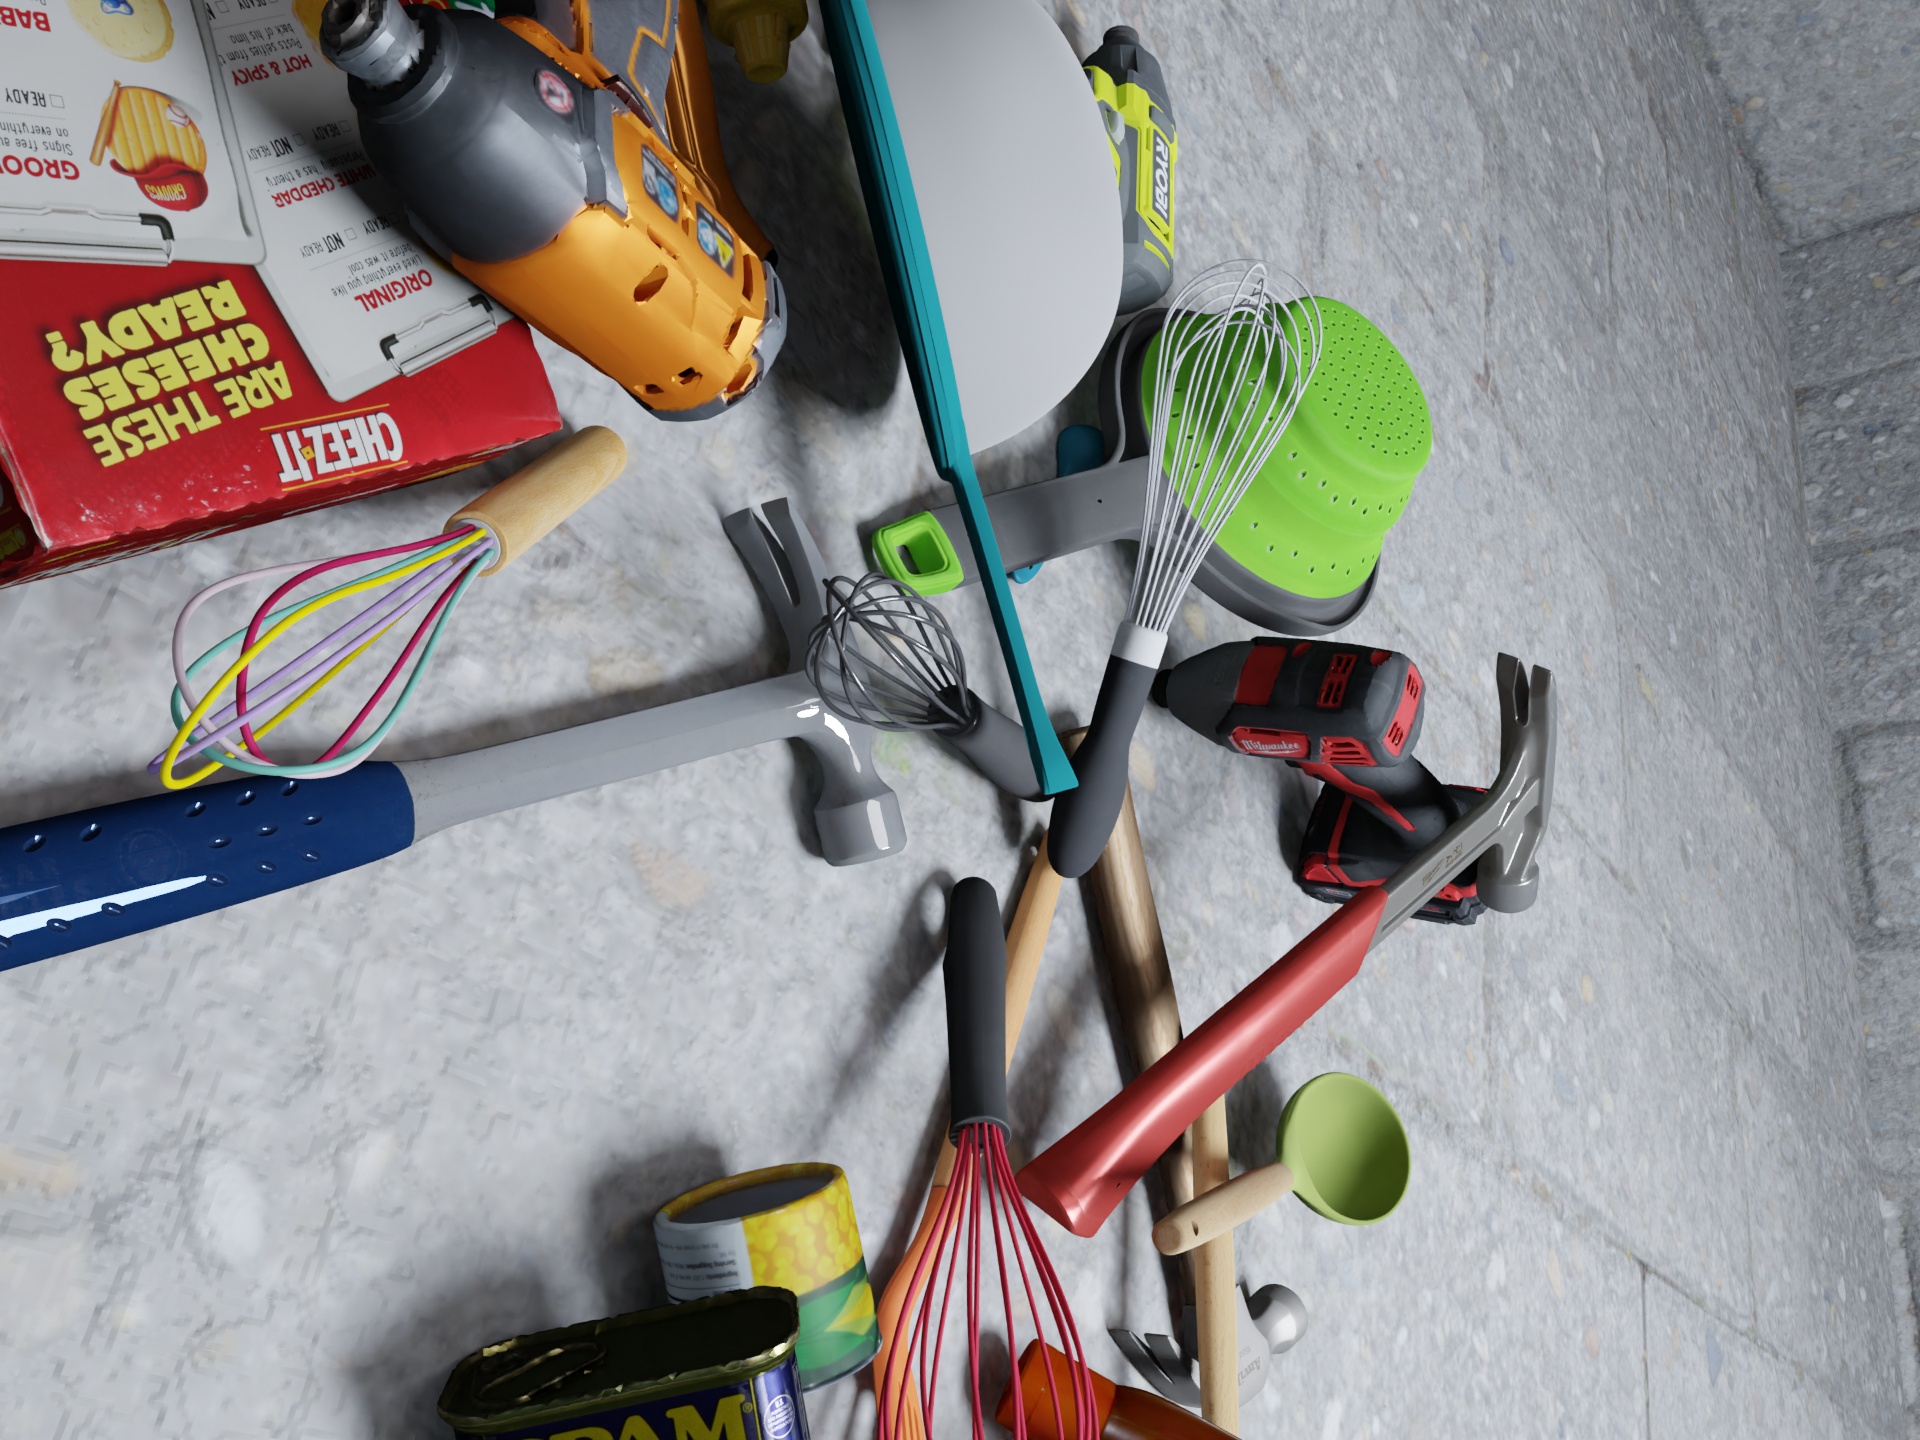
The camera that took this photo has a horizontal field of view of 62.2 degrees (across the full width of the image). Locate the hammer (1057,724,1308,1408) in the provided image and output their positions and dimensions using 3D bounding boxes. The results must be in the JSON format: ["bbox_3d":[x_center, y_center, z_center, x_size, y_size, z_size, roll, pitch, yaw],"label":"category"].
[{"bbox_3d":[0.094,0.164,0.765,0.130,0.031,0.331,-11,88,-53],"label":"hammer"}]

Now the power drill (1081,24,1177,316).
[{"bbox_3d":[0.037,-0.332,0.805,0.223,0.080,0.171,29,58,-49],"label":"power drill"}]

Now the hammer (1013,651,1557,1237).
[{"bbox_3d":[0.164,0.109,0.737,0.359,0.037,0.149,-32,129,-29],"label":"hammer"}]

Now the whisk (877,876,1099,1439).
[{"bbox_3d":[0.007,0.167,0.575,0.073,0.073,0.296,48,25,-33],"label":"whisk"}]

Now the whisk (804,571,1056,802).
[{"bbox_3d":[0.000,-0.002,0.641,0.238,0.055,0.055,38,49,-63],"label":"whisk"}]

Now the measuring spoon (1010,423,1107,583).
[{"bbox_3d":[0.055,-0.109,0.800,0.042,0.021,0.129,56,40,-25],"label":"measuring spoon"}]

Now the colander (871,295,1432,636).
[{"bbox_3d":[0.123,-0.133,0.787,0.397,0.094,0.204,-21,80,-42],"label":"colander"}]

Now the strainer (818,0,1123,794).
[{"bbox_3d":[0.028,-0.146,0.624,0.211,0.095,0.340,81,-7,-87],"label":"strainer"}]

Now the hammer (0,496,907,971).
[{"bbox_3d":[-0.161,0.017,0.475,0.405,0.035,0.144,-17,93,-53],"label":"hammer"}]

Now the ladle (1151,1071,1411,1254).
[{"bbox_3d":[0.149,0.206,0.716,0.320,0.062,0.078,20,50,-65],"label":"ladle"}]

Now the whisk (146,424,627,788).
[{"bbox_3d":[-0.147,-0.045,0.457,0.245,0.051,0.047,-66,166,-62],"label":"whisk"}]

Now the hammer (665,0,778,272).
[{"bbox_3d":[-0.133,-0.316,0.582,0.127,0.034,0.336,-14,101,-12],"label":"hammer"}]

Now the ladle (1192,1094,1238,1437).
[{"bbox_3d":[0.114,0.295,0.699,0.069,0.031,0.316,19,61,-36],"label":"ladle"}]

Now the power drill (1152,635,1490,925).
[{"bbox_3d":[0.204,0.028,0.866,0.219,0.143,0.079,42,63,-44],"label":"power drill"}]

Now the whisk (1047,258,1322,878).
[{"bbox_3d":[0.088,-0.065,0.704,0.070,0.070,0.284,11,99,-51],"label":"whisk"}]

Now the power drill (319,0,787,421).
[{"bbox_3d":[-0.118,-0.220,0.463,0.164,0.084,0.227,33,48,-63],"label":"power drill"}]

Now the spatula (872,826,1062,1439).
[{"bbox_3d":[0.011,0.172,0.646,0.080,0.041,0.323,74,28,-46],"label":"spatula"}]
